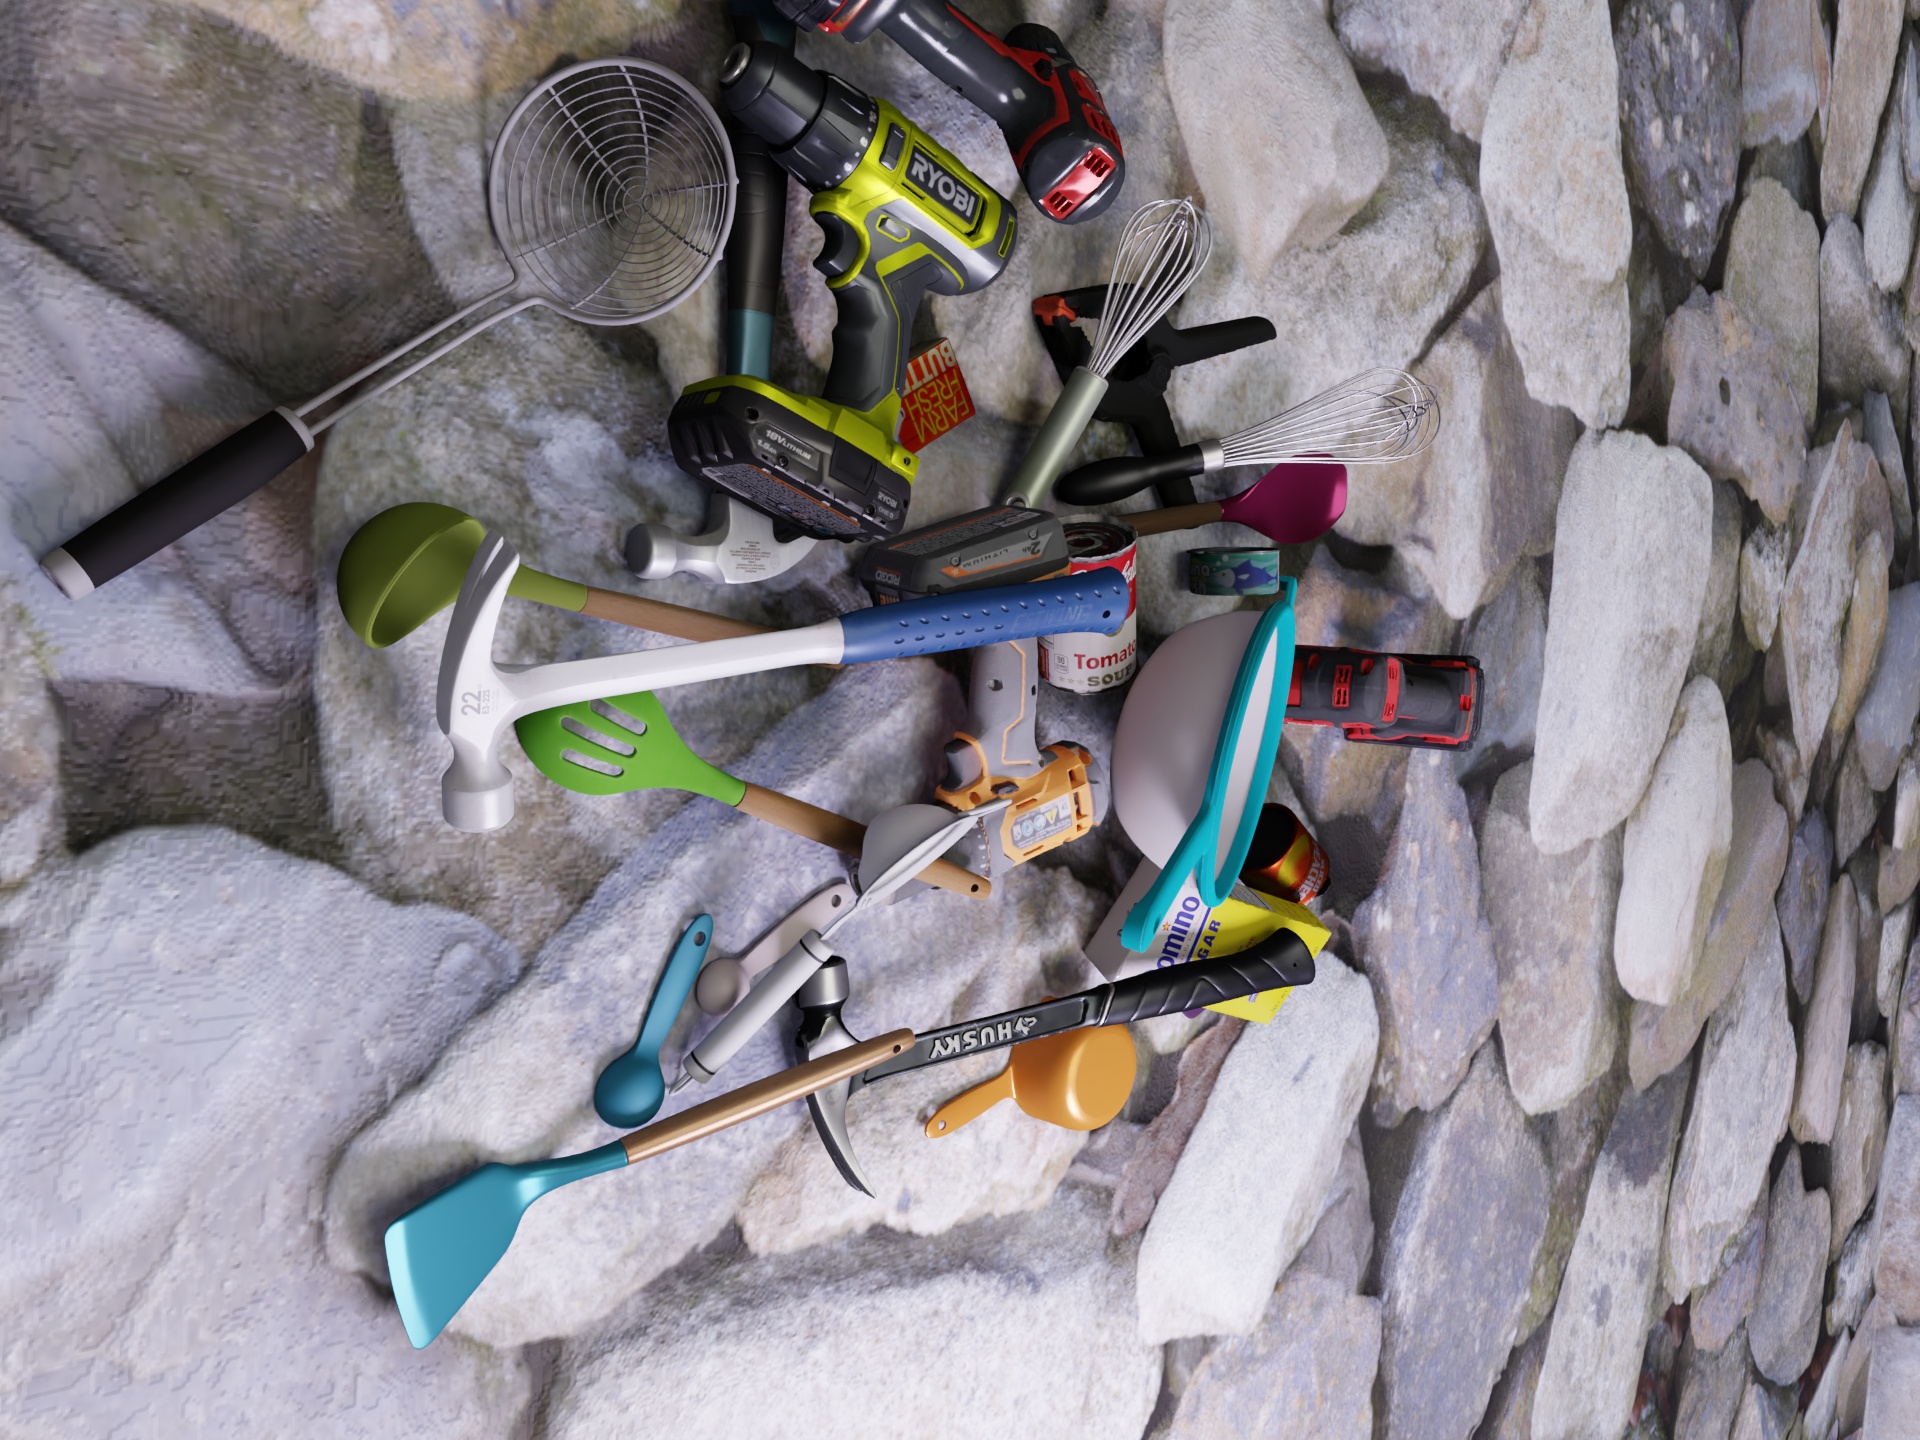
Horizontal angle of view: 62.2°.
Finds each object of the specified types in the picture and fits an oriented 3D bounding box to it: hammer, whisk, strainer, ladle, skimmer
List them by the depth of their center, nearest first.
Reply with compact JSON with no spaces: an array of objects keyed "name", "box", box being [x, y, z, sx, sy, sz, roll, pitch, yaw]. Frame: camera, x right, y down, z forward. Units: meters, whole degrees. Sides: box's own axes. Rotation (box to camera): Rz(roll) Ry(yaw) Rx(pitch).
[{"name":"skimmer","box":[-0.256,-0.180,0.727,0.127,0.090,0.363,46,62,0]},{"name":"ladle","box":[-0.175,-0.052,0.841,0.320,0.062,0.078,12,124,-46]},{"name":"hammer","box":[-0.074,-0.046,0.846,0.405,0.035,0.144,-11,121,-33]},{"name":"hammer","box":[-0.117,-0.241,0.887,0.128,0.033,0.331,1,94,-42]},{"name":"strainer","box":[-0.078,0.121,0.904,0.258,0.050,0.087,-46,169,2]},{"name":"strainer","box":[0.131,0.041,1.029,0.340,0.095,0.210,-46,146,-54]},{"name":"whisk","box":[0.090,-0.231,1.037,0.246,0.058,0.059,-60,173,4]},{"name":"hammer","box":[0.079,0.198,1.056,0.408,0.036,0.149,-7,93,-31]},{"name":"whisk","box":[0.202,-0.192,1.104,0.284,0.070,0.070,-14,107,-9]}]

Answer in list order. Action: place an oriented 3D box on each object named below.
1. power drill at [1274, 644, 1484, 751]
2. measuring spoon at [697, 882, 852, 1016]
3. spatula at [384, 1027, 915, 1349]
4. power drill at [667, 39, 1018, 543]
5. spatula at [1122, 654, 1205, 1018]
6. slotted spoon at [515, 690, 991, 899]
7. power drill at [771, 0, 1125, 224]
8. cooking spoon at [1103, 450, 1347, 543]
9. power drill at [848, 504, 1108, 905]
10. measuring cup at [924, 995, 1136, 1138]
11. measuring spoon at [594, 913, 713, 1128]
[{"name":"power drill","box":[0.306,-0.022,1.240,0.219,0.143,0.078,5,90,-50]},{"name":"measuring spoon","box":[-0.105,0.134,0.950,0.124,0.018,0.034,-37,118,-35]},{"name":"spatula","box":[-0.157,0.235,0.874,0.317,0.044,0.082,-17,117,-28]},{"name":"power drill","box":[-0.073,-0.229,0.856,0.190,0.080,0.228,25,75,-40]},{"name":"spatula","box":[0.151,0.083,1.182,0.060,0.018,0.315,-29,114,-35]},{"name":"slotted spoon","box":[-0.103,0.048,0.898,0.313,0.031,0.070,25,95,-32]},{"name":"power drill","box":[-0.003,-0.399,0.911,0.226,0.080,0.188,29,34,-34]},{"name":"cooking spoon","box":[0.163,-0.146,1.133,0.319,0.017,0.068,-13,111,-32]},{"name":"power drill","box":[-0.002,-0.003,0.992,0.185,0.084,0.226,-22,115,-30]},{"name":"measuring cup","box":[0.053,0.252,1.086,0.173,0.052,0.095,-18,107,-42]},{"name":"measuring spoon","box":[-0.164,0.170,0.896,0.042,0.021,0.129,33,75,-40]}]
